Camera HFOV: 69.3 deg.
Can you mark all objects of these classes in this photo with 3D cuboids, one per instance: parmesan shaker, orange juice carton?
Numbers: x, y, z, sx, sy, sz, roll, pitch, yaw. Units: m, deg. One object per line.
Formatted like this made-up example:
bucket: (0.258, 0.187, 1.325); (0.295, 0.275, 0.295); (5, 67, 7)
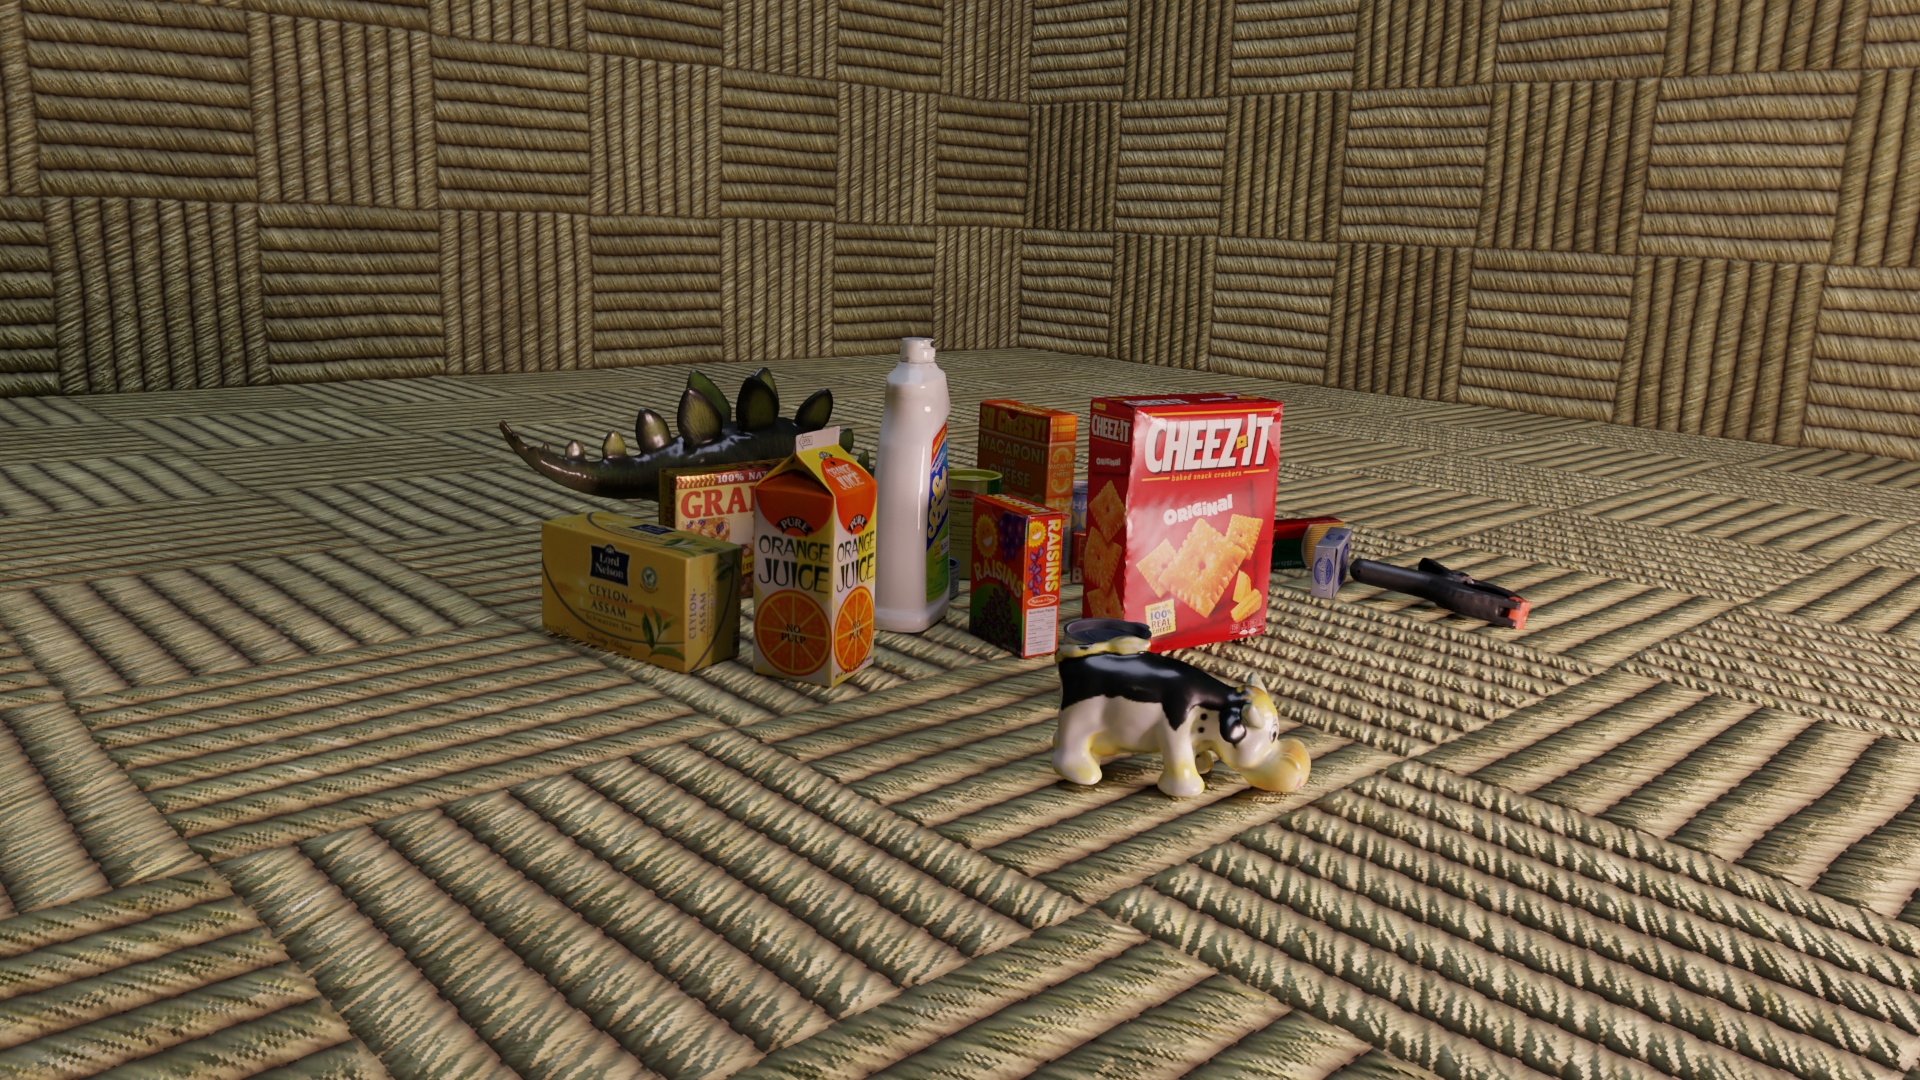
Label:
parmesan shaker: (0.005, -0.018, 1.414); (0.071, 0.102, 0.071); (2, 13, 0)
orange juice carton: (-0.112, 0.009, 1.082); (0.073, 0.192, 0.072); (7, 14, 23)

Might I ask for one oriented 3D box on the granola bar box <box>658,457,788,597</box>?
granola bar box: (-0.201, -0.011, 1.304); (0.166, 0.124, 0.039); (-8, 16, -38)

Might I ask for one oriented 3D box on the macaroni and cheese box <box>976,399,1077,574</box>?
macaroni and cheese box: (0.066, -0.057, 1.453); (0.040, 0.166, 0.124); (-7, 15, -35)

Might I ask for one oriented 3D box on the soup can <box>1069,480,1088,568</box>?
soup can: (0.125, -0.017, 1.472); (0.071, 0.083, 0.071); (2, 13, 0)

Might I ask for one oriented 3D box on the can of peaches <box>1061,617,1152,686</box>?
can of peaches: (0.111, 0.095, 1.045); (0.071, 0.058, 0.071); (2, 13, 0)

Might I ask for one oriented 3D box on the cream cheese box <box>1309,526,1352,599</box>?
cream cheese box: (0.378, 0.022, 1.413); (0.024, 0.053, 0.104); (7, 14, 22)

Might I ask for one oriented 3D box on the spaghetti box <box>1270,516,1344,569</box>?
spaghetti box: (0.297, 0.007, 1.473); (0.251, 0.050, 0.029); (-4, 14, -23)

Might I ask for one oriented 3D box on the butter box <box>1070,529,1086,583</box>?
butter box: (0.162, 0.018, 1.394); (0.103, 0.053, 0.024); (3, 13, 5)

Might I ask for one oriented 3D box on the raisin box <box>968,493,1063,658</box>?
raisin box: (0.045, 0.028, 1.177); (0.040, 0.123, 0.086); (-5, 15, -31)

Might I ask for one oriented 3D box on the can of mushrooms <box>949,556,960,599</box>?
can of mushrooms: (-0.036, 0.035, 1.332); (0.071, 0.033, 0.071); (2, 13, 0)
